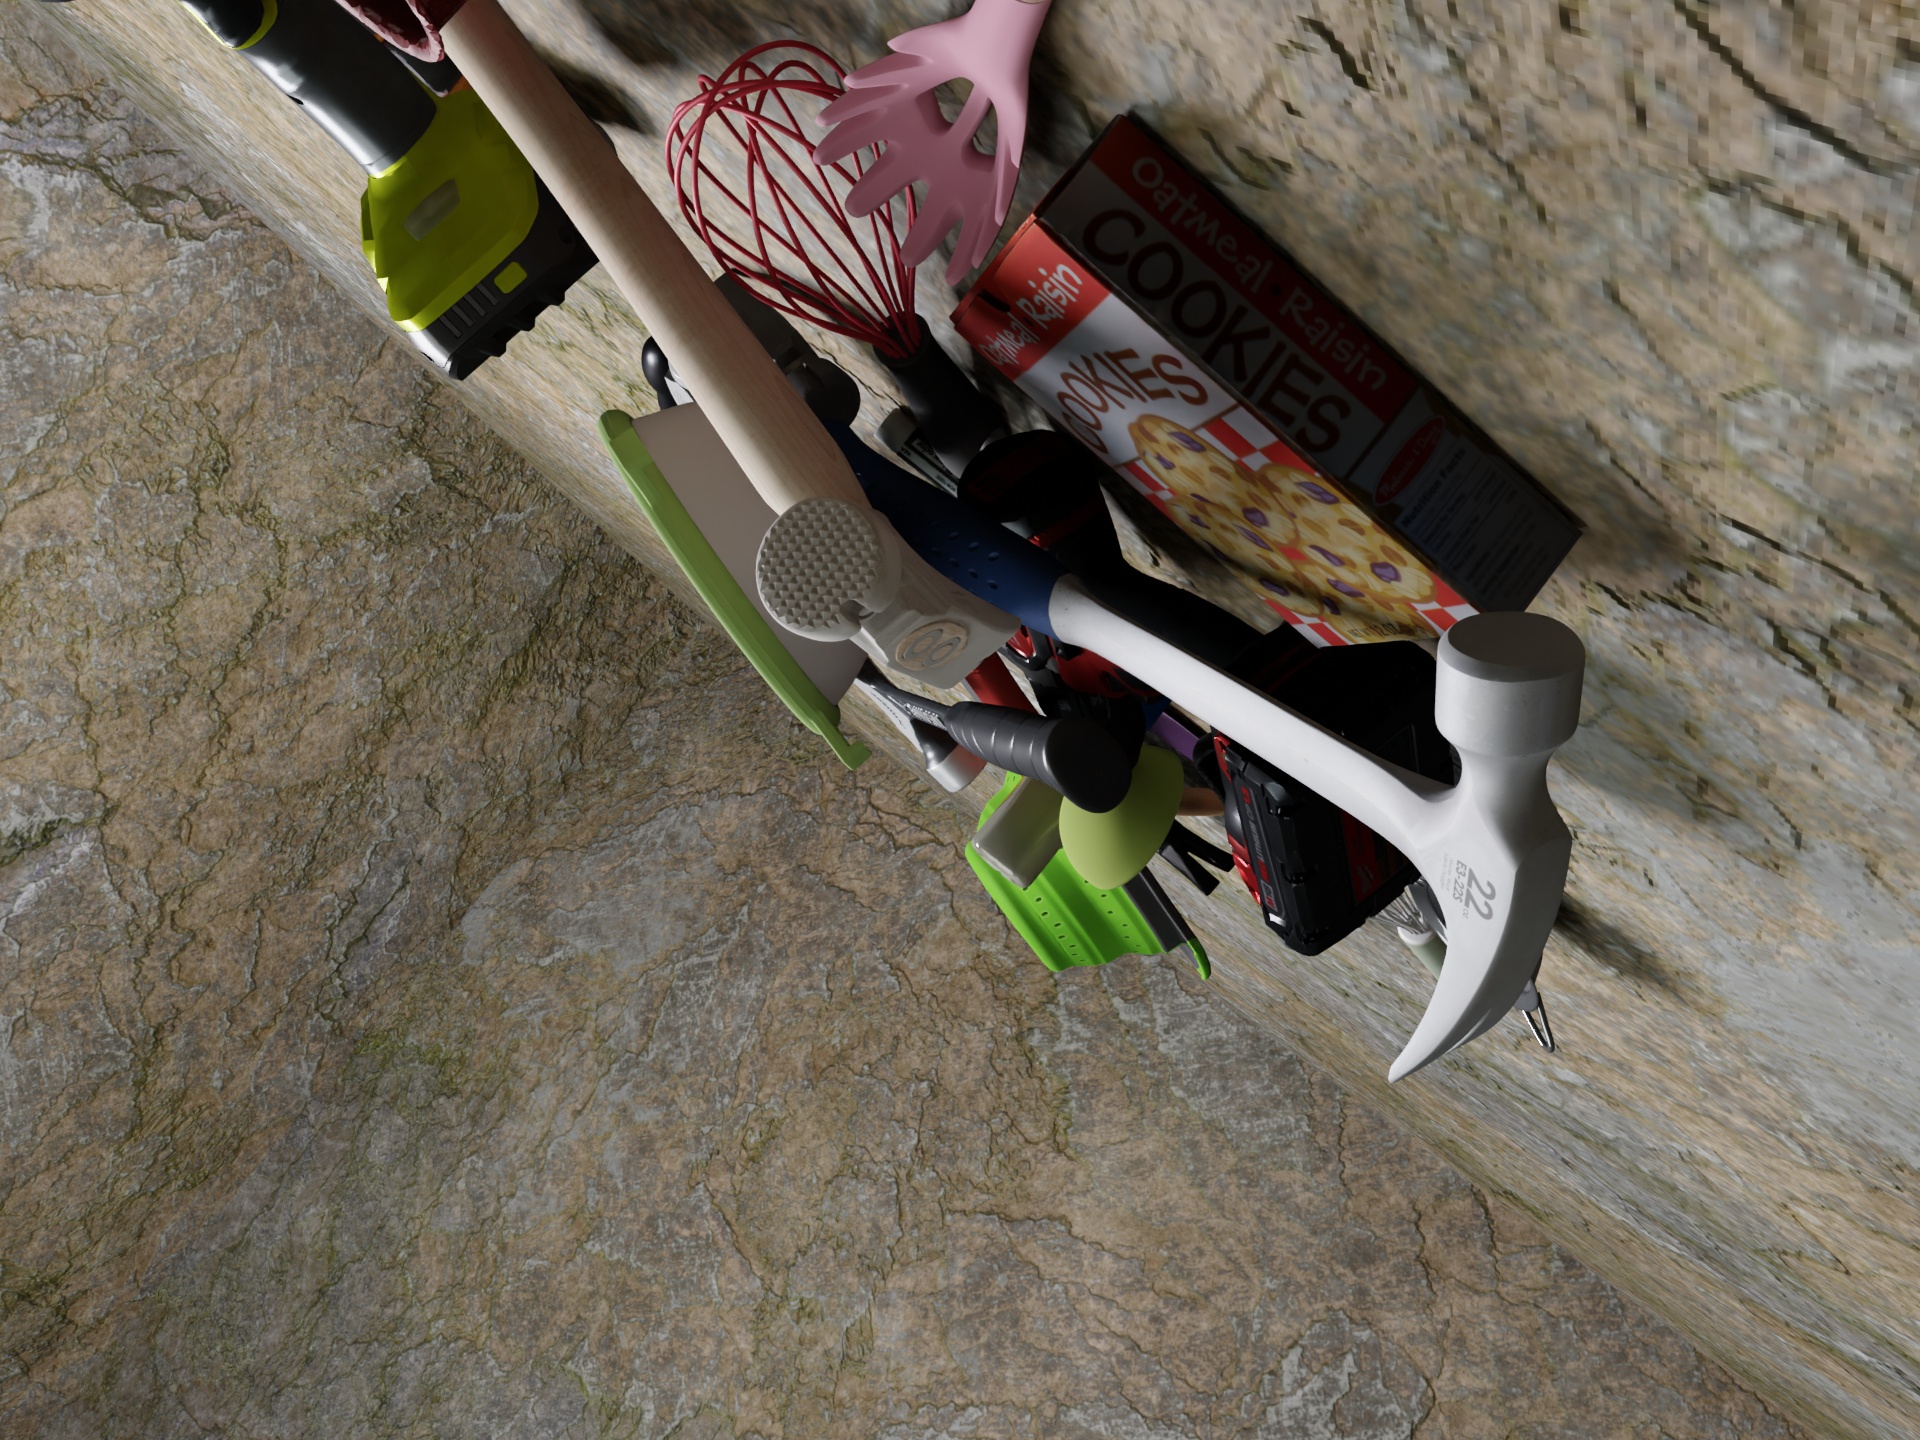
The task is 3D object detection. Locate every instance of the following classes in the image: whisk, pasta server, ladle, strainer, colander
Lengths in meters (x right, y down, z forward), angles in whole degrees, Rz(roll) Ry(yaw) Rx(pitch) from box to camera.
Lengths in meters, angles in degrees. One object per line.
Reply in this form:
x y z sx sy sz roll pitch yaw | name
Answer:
-0.029 -0.150 0.591 0.073 0.073 0.295 36 179 21 | whisk
0.015 -0.162 0.328 0.060 0.040 0.316 41 173 -7 | pasta server
0.131 0.053 0.911 0.062 0.078 0.320 36 -169 21 | ladle
-0.082 -0.090 0.669 0.151 0.069 0.257 55 -179 -24 | strainer
0.023 0.047 1.147 0.397 0.094 0.204 53 178 22 | colander
0.211 0.057 0.795 0.258 0.050 0.087 43 172 8 | strainer
-0.205 -0.215 1.164 0.070 0.070 0.284 38 169 4 | whisk
0.264 0.116 0.928 0.246 0.058 0.059 41 -151 -50 | whisk

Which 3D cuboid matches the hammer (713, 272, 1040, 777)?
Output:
-0.025 -0.081 0.866 0.149 0.037 0.358 47 175 46 | hammer

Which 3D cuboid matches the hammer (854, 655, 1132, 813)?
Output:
-0.001 -0.003 0.793 0.149 0.036 0.409 44 174 -13 | hammer

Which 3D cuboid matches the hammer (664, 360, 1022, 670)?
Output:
-0.052 -0.122 1.043 0.335 0.035 0.146 39 173 -2 | hammer

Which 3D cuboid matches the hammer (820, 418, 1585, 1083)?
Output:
0.043 -0.030 0.556 0.406 0.035 0.144 37 141 51 | hammer

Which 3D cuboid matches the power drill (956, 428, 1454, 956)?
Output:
0.092 -0.004 0.655 0.227 0.080 0.187 41 161 43 | power drill

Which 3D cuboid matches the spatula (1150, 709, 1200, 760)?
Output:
0.054 -0.055 0.989 0.316 0.018 0.060 38 173 -5 | spatula

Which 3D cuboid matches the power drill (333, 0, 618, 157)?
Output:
-0.258 -0.308 0.684 0.185 0.084 0.226 34 177 37 | power drill

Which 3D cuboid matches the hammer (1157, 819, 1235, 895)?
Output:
0.089 0.007 0.980 0.127 0.034 0.336 39 172 31 | hammer

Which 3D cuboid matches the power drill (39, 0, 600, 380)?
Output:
-0.233 -0.228 0.546 0.228 0.080 0.191 43 -165 -42 | power drill

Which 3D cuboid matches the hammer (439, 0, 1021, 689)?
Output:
-0.121 -0.178 0.539 0.411 0.038 0.146 54 -169 17 | hammer
